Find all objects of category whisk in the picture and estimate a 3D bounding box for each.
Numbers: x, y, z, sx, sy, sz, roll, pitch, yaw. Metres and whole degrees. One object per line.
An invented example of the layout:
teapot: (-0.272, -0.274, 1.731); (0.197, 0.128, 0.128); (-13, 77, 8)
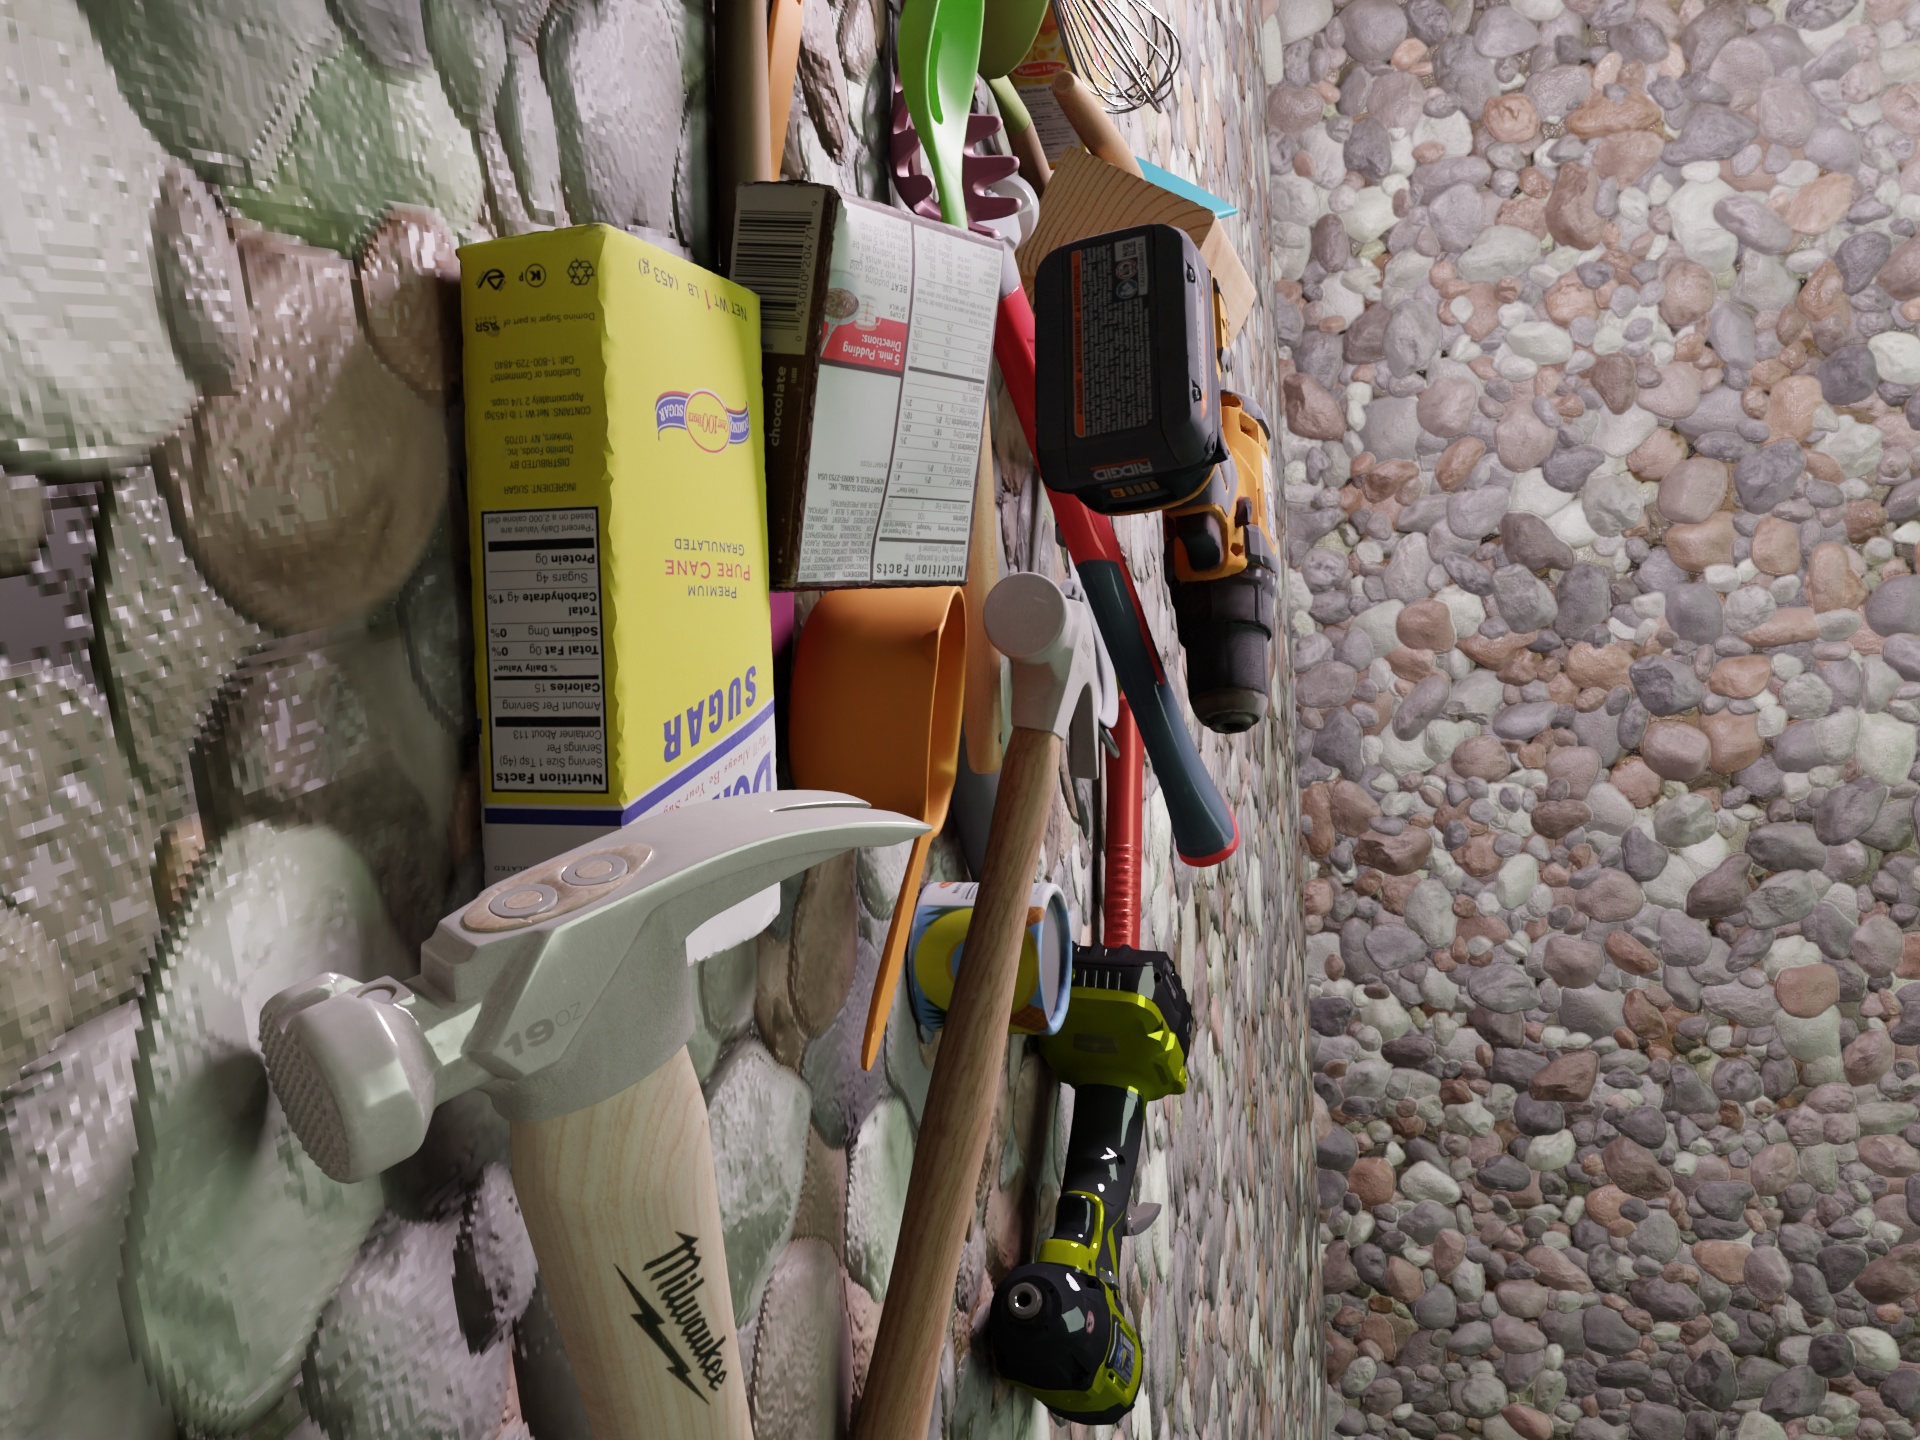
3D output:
whisk: (0.043, -0.388, 0.792); (0.246, 0.058, 0.059); (35, 32, -50)

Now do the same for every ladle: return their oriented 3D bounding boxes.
ladle: (0.048, -0.311, 0.862); (0.320, 0.062, 0.078); (48, 35, -69)

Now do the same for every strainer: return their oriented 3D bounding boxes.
strainer: (0.062, -0.098, 0.908); (0.086, 0.050, 0.259); (37, 49, -58)

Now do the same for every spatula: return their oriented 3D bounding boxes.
spatula: (0.095, -0.320, 0.893); (0.044, 0.082, 0.317); (-61, 169, 12)

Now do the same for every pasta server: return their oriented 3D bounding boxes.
pasta server: (-0.016, -0.361, 0.680); (0.060, 0.040, 0.316); (-4, 91, -44)

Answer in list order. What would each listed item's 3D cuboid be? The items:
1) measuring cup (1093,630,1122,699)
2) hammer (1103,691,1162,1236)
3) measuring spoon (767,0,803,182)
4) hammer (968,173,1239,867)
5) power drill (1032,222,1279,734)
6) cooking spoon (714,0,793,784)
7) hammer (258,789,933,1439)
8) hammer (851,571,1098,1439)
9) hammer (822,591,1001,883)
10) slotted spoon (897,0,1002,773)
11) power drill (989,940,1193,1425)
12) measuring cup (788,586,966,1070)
measuring cup: (0.075, -0.071, 0.980); (0.062, 0.029, 0.157); (111, -21, -48)
hammer: (0.108, 0.151, 1.048); (0.149, 0.037, 0.359); (37, 54, -69)
measuring spoon: (-0.060, -0.220, 0.558); (0.021, 0.011, 0.117); (48, 43, -65)
hammer: (0.068, -0.073, 0.810); (0.386, 0.038, 0.143); (66, 26, -26)
power drill: (0.107, -0.107, 0.775); (0.226, 0.084, 0.185); (38, 48, -61)
cooking spoon: (-0.069, -0.131, 0.510); (0.068, 0.017, 0.319); (8, 81, -83)
hammer: (-0.055, 0.217, 0.406); (0.146, 0.038, 0.410); (-24, 119, -38)
hammer: (0.006, 0.116, 0.605); (0.130, 0.031, 0.331); (30, 72, -74)
hammer: (-0.001, -0.002, 0.699); (0.128, 0.033, 0.330); (-74, 156, -47)
slotted spoon: (0.000, -0.133, 0.616); (0.070, 0.031, 0.313); (-36, 123, -72)
power drill: (0.066, 0.237, 0.832); (0.171, 0.080, 0.223); (64, 32, -54)
measuring cup: (-0.036, 0.031, 0.534); (0.095, 0.052, 0.174); (84, 15, -60)
